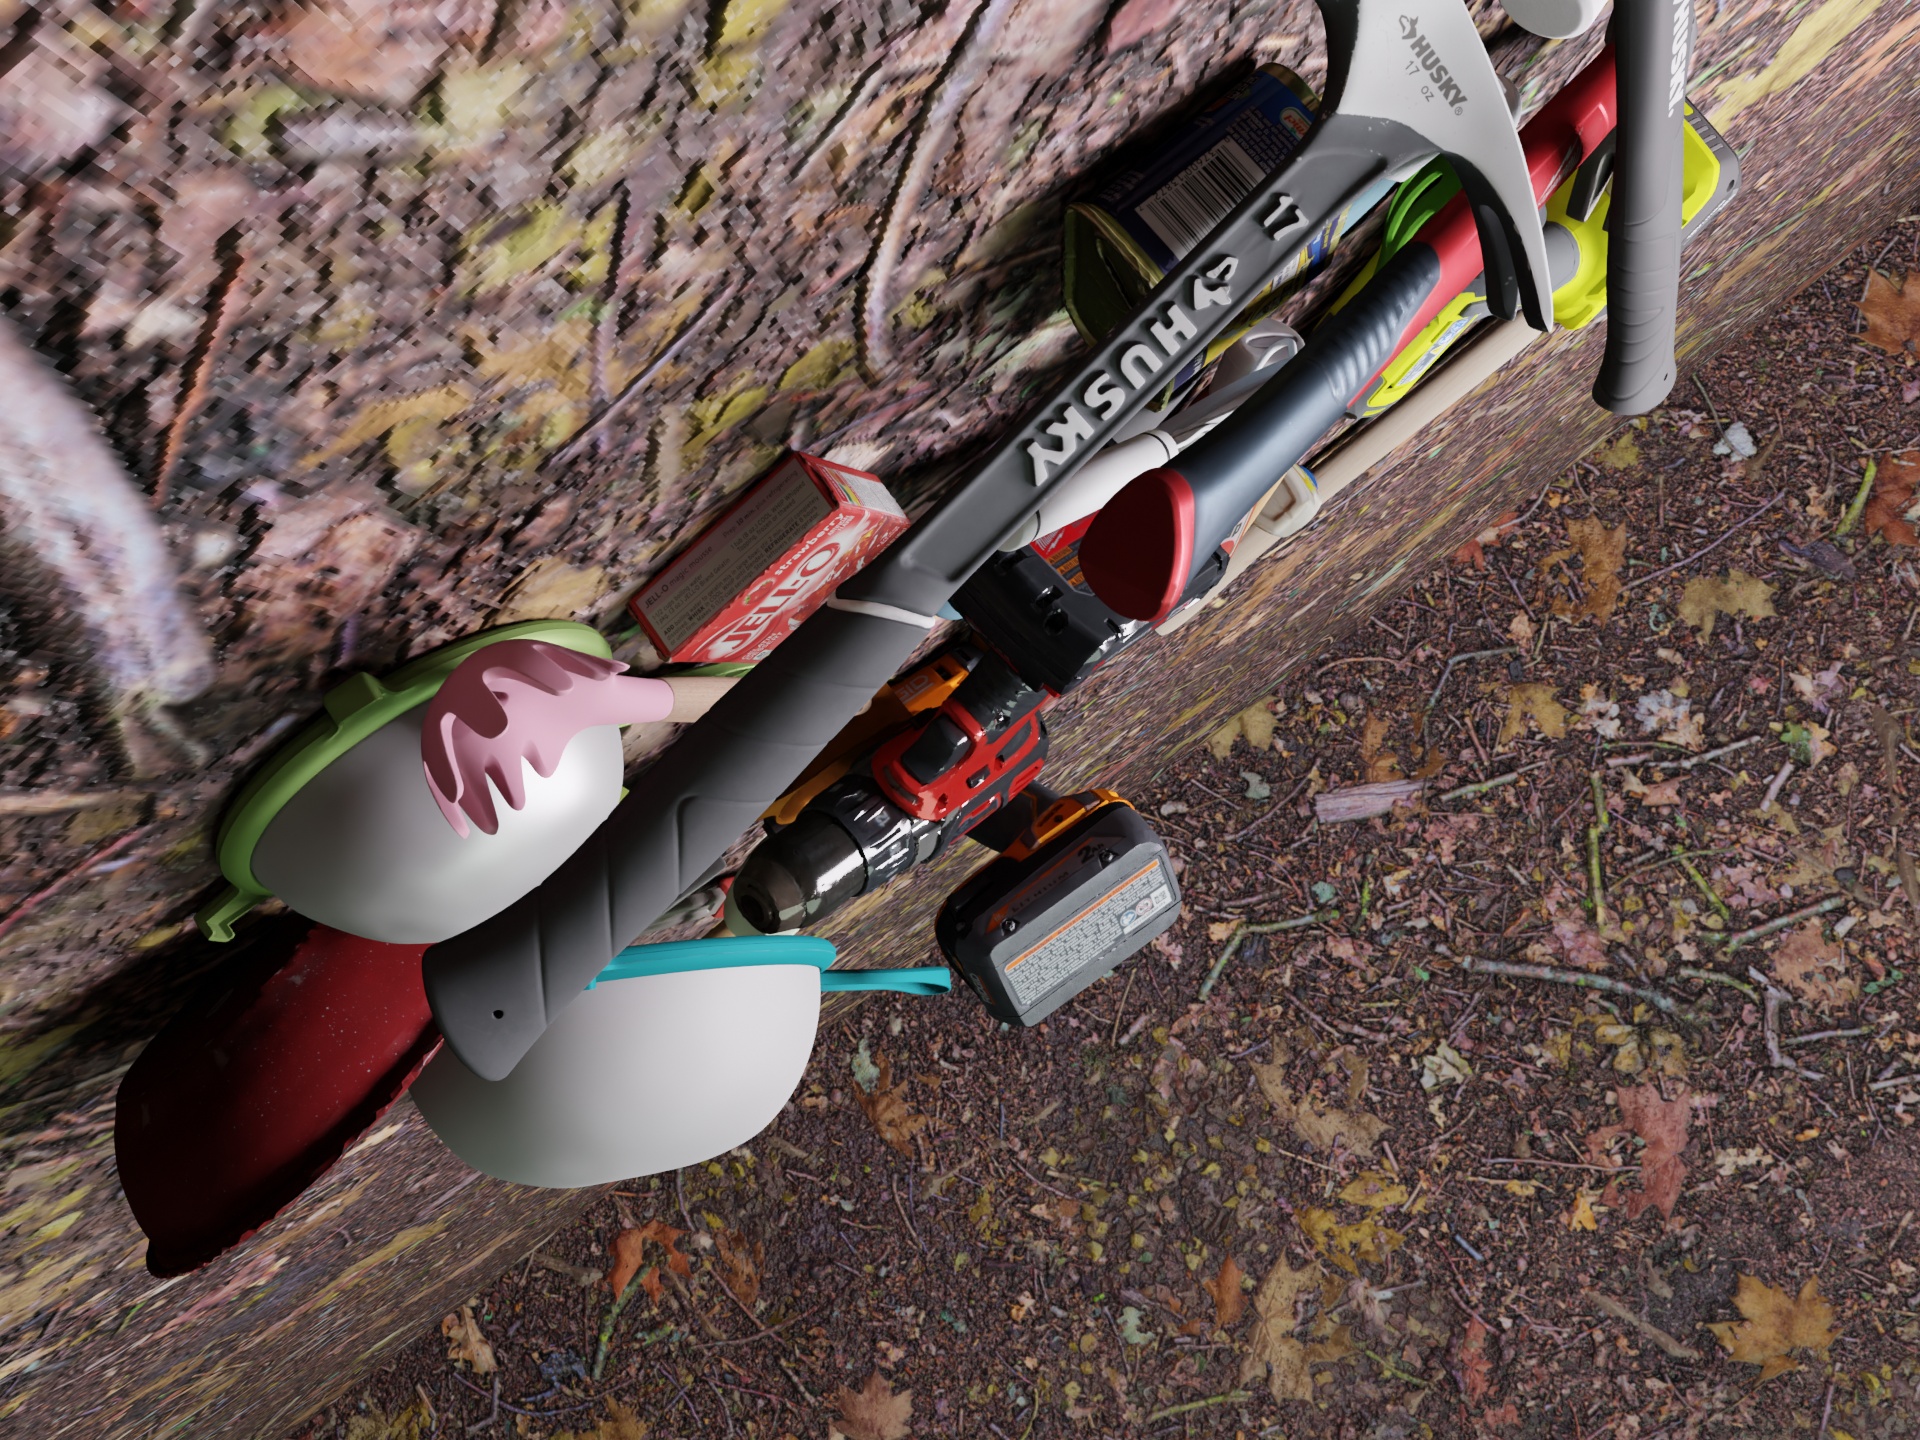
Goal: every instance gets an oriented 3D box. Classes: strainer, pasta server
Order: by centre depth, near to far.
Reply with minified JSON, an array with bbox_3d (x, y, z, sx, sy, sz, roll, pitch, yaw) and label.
[{"bbox_3d":[-0.091,-0.002,0.574,0.060,0.040,0.316,-52,166,12],"label":"pasta server"},{"bbox_3d":[-0.142,0.024,0.597,0.256,0.069,0.151,-21,162,-51],"label":"strainer"},{"bbox_3d":[0.076,-0.100,0.603,0.087,0.050,0.258,-17,-171,41],"label":"strainer"},{"bbox_3d":[-0.115,0.167,0.772,0.211,0.095,0.340,-19,163,37],"label":"strainer"}]

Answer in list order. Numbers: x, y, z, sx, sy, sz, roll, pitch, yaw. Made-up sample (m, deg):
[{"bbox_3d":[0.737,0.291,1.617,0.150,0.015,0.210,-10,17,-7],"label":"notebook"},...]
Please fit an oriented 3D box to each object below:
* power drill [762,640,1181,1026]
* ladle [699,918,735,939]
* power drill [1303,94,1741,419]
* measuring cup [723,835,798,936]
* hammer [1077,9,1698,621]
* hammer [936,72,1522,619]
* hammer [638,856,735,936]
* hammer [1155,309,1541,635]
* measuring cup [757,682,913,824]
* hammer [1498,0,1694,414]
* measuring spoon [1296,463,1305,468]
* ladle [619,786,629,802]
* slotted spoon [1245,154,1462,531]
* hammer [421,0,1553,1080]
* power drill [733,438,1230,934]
[{"bbox_3d":[-0.004,0.060,0.868,0.164,0.227,0.084,-34,132,-10],"label":"power drill"},{"bbox_3d":[-0.160,0.146,1.013,0.315,0.031,0.069,-39,171,3],"label":"ladle"},{"bbox_3d":[0.298,-0.251,0.831,0.223,0.080,0.171,-27,166,-31],"label":"power drill"},{"bbox_3d":[-0.088,0.066,0.970,0.168,0.038,0.083,-56,168,-25],"label":"measuring cup"},{"bbox_3d":[0.174,-0.156,0.598,0.386,0.038,0.143,-45,152,-25],"label":"hammer"},{"bbox_3d":[0.096,-0.156,0.694,0.331,0.033,0.128,-43,169,31],"label":"hammer"},{"bbox_3d":[-0.143,0.113,1.092,0.149,0.037,0.359,-40,169,16],"label":"hammer"},{"bbox_3d":[0.295,-0.201,1.153,0.410,0.038,0.146,-39,168,13],"label":"hammer"},{"bbox_3d":[-0.099,0.019,0.777,0.173,0.052,0.095,-24,164,-44],"label":"measuring cup"},{"bbox_3d":[0.260,-0.216,0.595,0.146,0.035,0.334,-56,151,-5],"label":"hammer"},{"bbox_3d":[0.186,-0.146,1.110,0.124,0.018,0.034,-31,170,4],"label":"measuring spoon"},{"bbox_3d":[-0.216,0.108,0.772,0.062,0.078,0.320,14,152,-19],"label":"ladle"},{"bbox_3d":[0.183,-0.168,0.806,0.031,0.070,0.313,4,150,-14],"label":"slotted spoon"},{"bbox_3d":[-0.005,-0.043,0.455,0.409,0.149,0.036,-44,-154,7],"label":"hammer"},{"bbox_3d":[-0.001,-0.002,0.695,0.188,0.080,0.226,-34,166,-40],"label":"power drill"}]
